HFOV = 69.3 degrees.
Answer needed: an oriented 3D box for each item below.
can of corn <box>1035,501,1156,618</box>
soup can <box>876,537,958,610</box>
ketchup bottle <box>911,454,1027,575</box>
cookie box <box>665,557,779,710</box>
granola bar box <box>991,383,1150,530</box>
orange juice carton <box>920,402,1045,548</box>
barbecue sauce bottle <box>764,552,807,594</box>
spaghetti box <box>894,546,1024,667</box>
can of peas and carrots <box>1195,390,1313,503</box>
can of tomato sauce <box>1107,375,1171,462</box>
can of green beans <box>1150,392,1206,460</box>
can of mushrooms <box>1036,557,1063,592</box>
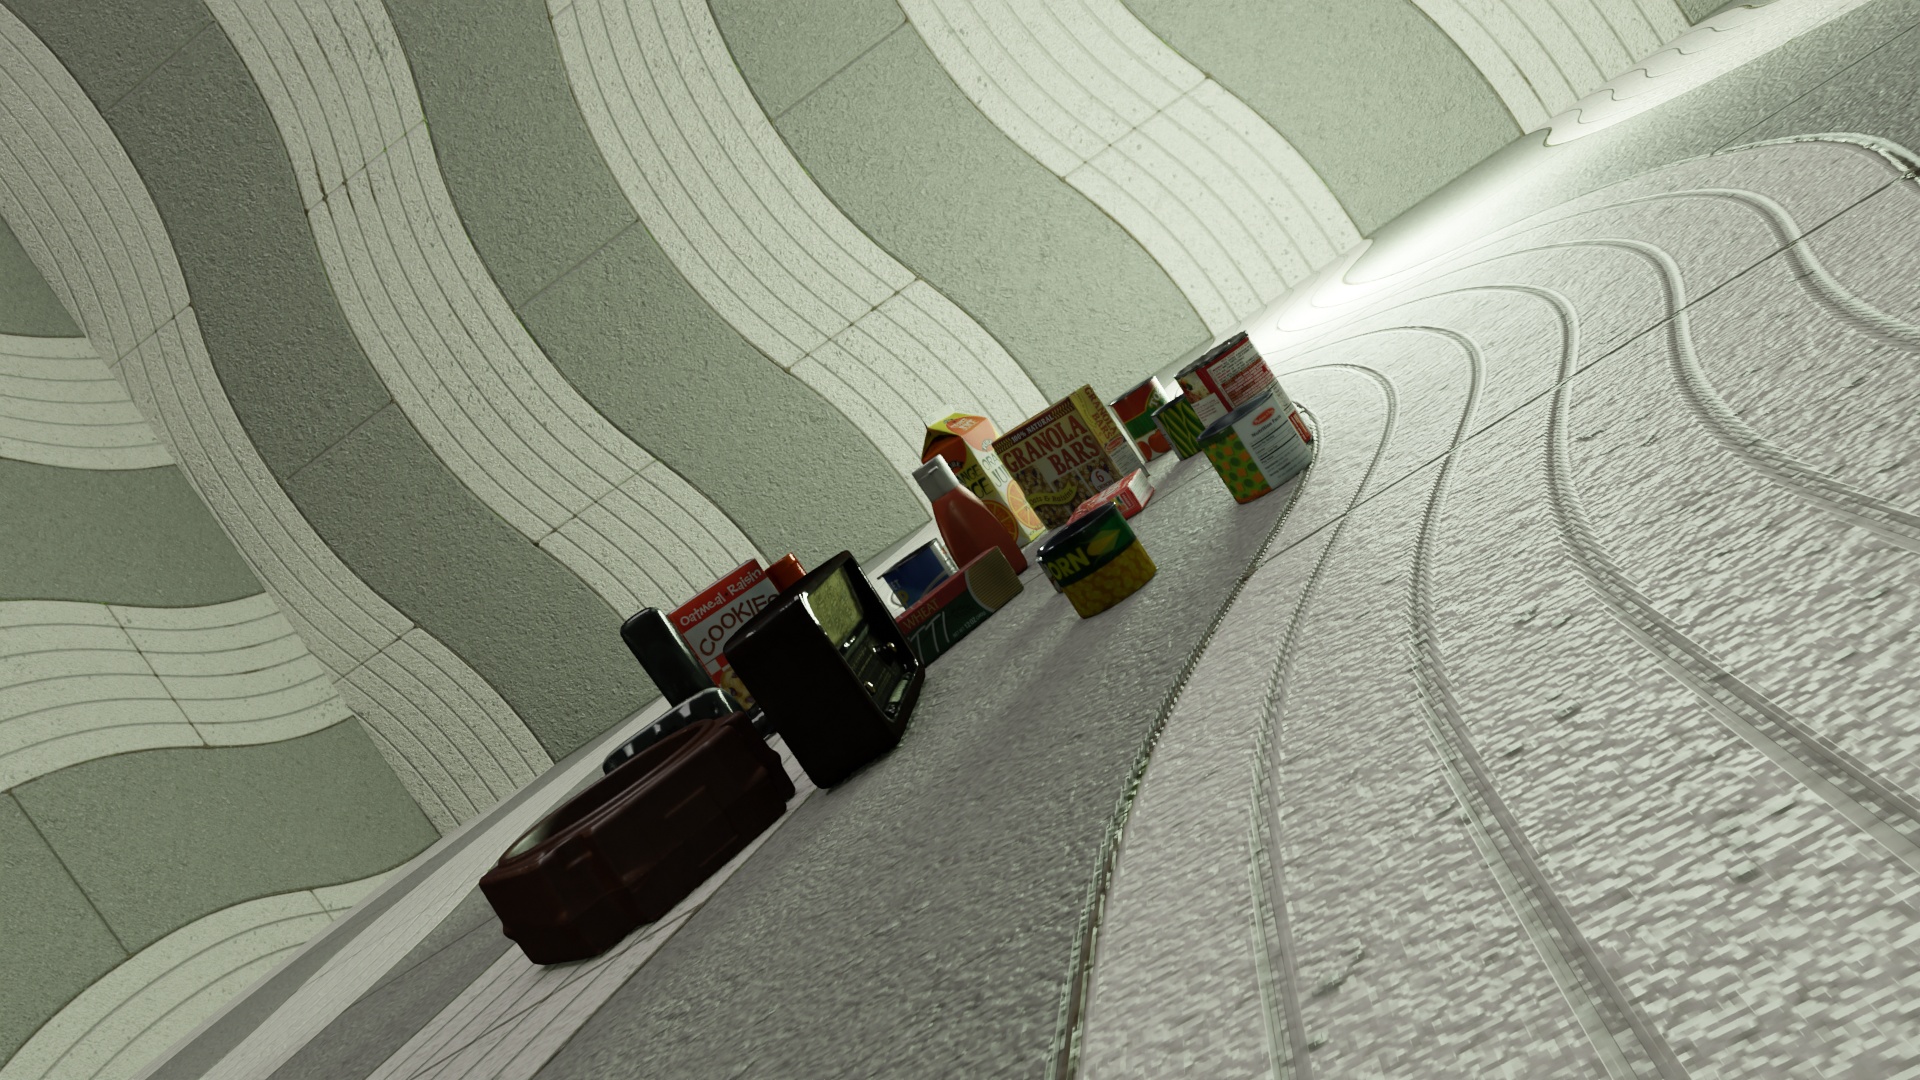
[{"bbox_3d":[0.096,0.015,0.989,0.071,0.058,0.071,-33,4,3],"label":"can of corn"},{"bbox_3d":[-0.030,0.051,1.356,0.071,0.083,0.071,-33,4,3],"label":"soup can"},{"bbox_3d":[0.005,-0.018,1.435,0.065,0.148,0.043,-34,4,-8],"label":"ketchup bottle"},{"bbox_3d":[-0.248,0.122,1.624,0.123,0.167,0.040,-35,4,-25],"label":"cookie box"},{"bbox_3d":[0.120,-0.090,1.562,0.039,0.124,0.165,-36,5,-34],"label":"granola bar box"},{"bbox_3d":[0.023,-0.077,1.670,0.072,0.192,0.072,-31,5,37],"label":"orange juice carton"},{"bbox_3d":[-0.152,0.083,1.475,0.043,0.148,0.065,-31,5,37],"label":"barbecue sauce bottle"},{"bbox_3d":[-0.042,0.089,1.247,0.251,0.050,0.028,-36,5,-34],"label":"spaghetti box"},{"bbox_3d":[0.216,-0.068,1.026,0.071,0.058,0.071,-33,4,3],"label":"can of peas and carrots"},{"bbox_3d":[0.228,-0.145,1.657,0.071,0.083,0.071,-33,4,3],"label":"can of tomato sauce"},{"bbox_3d":[0.245,-0.126,1.475,0.071,0.058,0.071,-33,4,3],"label":"can of green beans"},{"bbox_3d":[0.099,0.013,1.163,0.071,0.033,0.071,-33,4,3],"label":"can of mushrooms"}]
